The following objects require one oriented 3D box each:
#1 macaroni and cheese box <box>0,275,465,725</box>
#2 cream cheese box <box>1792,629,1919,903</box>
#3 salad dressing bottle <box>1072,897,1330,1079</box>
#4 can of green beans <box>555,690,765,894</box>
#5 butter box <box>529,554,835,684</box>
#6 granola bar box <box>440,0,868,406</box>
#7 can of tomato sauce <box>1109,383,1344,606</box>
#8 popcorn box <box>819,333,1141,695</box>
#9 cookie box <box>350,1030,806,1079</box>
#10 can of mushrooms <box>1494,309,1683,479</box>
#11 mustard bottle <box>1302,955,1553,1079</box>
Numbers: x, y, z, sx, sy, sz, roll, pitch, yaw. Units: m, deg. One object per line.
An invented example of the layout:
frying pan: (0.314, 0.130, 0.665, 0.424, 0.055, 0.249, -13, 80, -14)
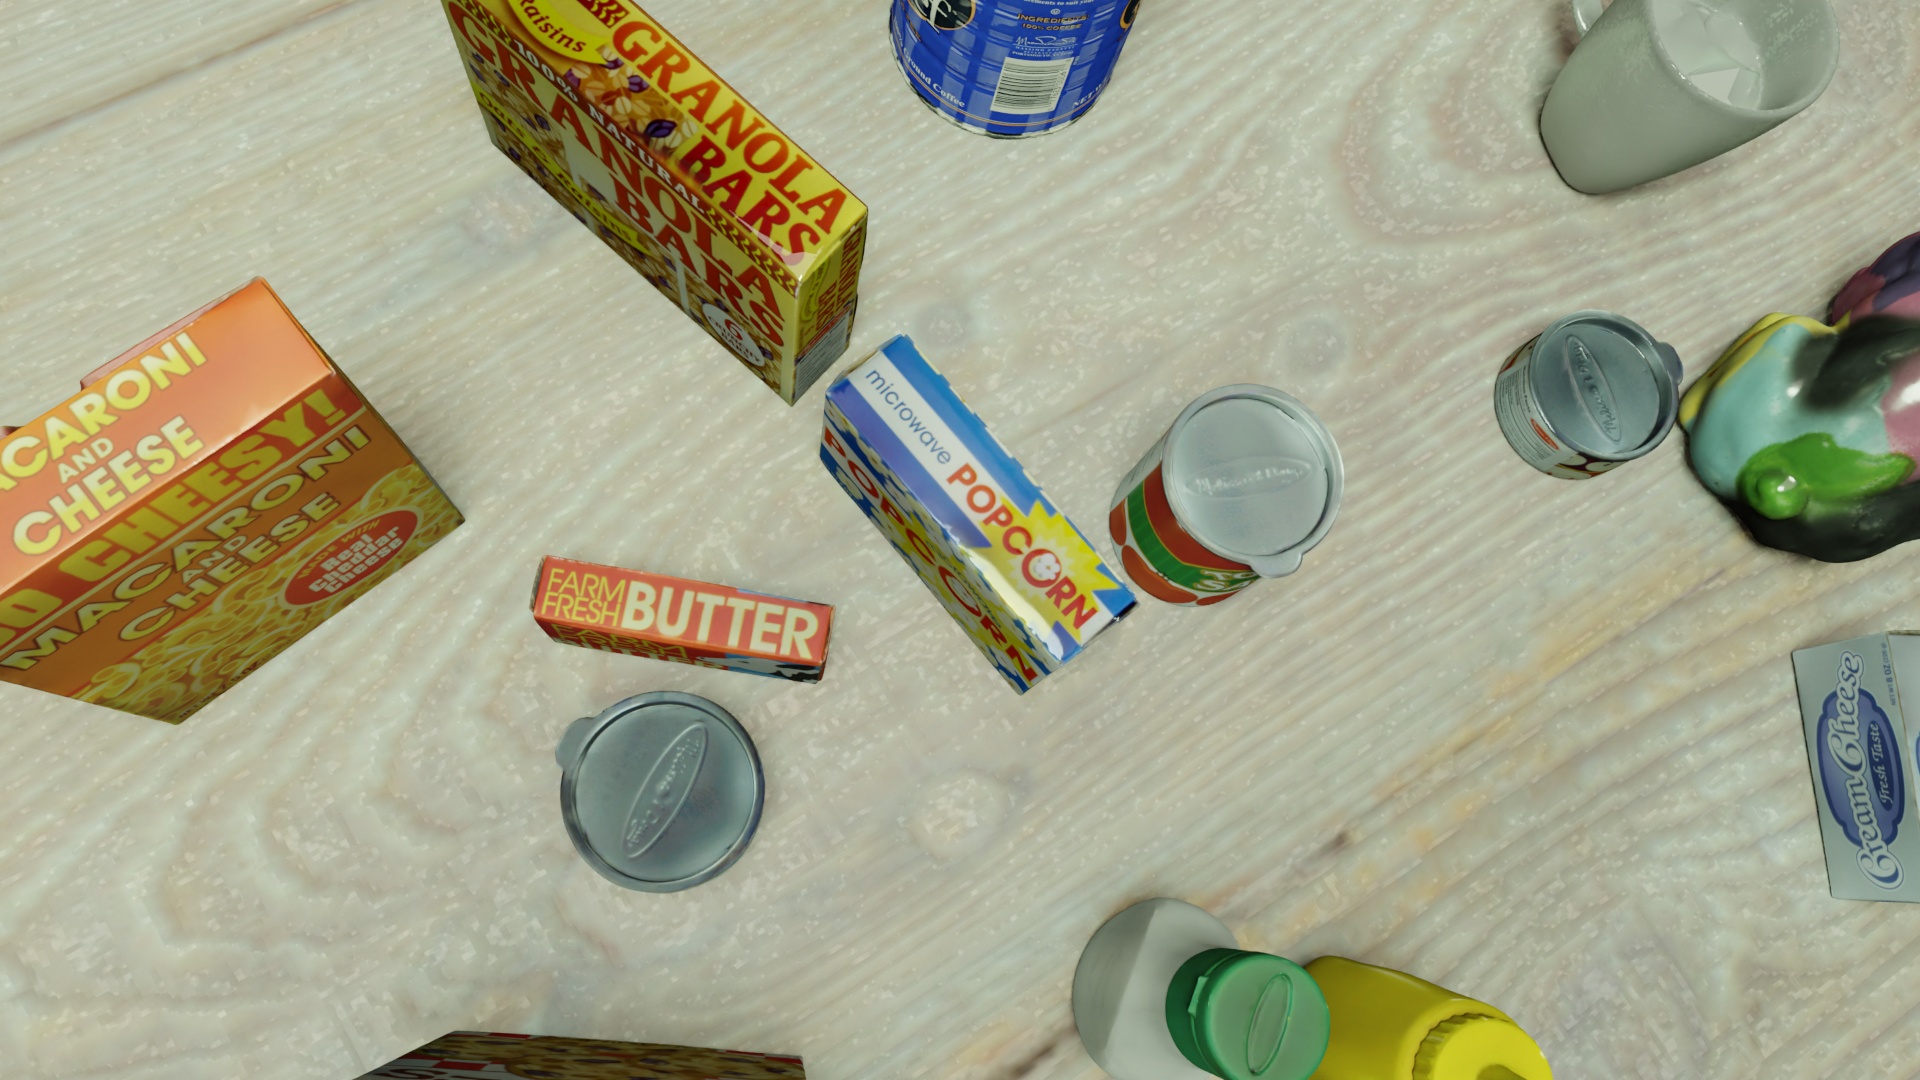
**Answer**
macaroni and cheese box: (-0.234, -0.003, 0.432, 0.124, 0.166, 0.040, -39, 85, -15)
cream cheese box: (0.367, 0.091, 0.552, 0.024, 0.053, 0.104, 1, 76, -8)
salad dressing bottle: (0.073, 0.148, 0.447, 0.044, 0.147, 0.064, 24, 75, -2)
can of green beans: (-0.101, 0.089, 0.484, 0.071, 0.057, 0.071, 2, 76, -8)
butter box: (-0.098, 0.030, 0.501, 0.103, 0.053, 0.024, 10, 75, -5)
granola bar box: (-0.108, -0.134, 0.504, 0.165, 0.124, 0.039, 41, 75, 3)
can of tomato sauce: (0.098, -0.012, 0.524, 0.071, 0.083, 0.071, 2, 76, -8)
popcorn box: (0.002, -0.006, 0.508, 0.038, 0.085, 0.127, -39, 84, -15)
cookie box: (-0.107, 0.176, 0.404, 0.123, 0.167, 0.040, 7, 76, -6)
can of mushrooms: (0.265, -0.061, 0.586, 0.071, 0.033, 0.071, 2, 76, -8)
mustard bottle: (0.148, 0.170, 0.446, 0.065, 0.160, 0.049, 42, 75, 3)
